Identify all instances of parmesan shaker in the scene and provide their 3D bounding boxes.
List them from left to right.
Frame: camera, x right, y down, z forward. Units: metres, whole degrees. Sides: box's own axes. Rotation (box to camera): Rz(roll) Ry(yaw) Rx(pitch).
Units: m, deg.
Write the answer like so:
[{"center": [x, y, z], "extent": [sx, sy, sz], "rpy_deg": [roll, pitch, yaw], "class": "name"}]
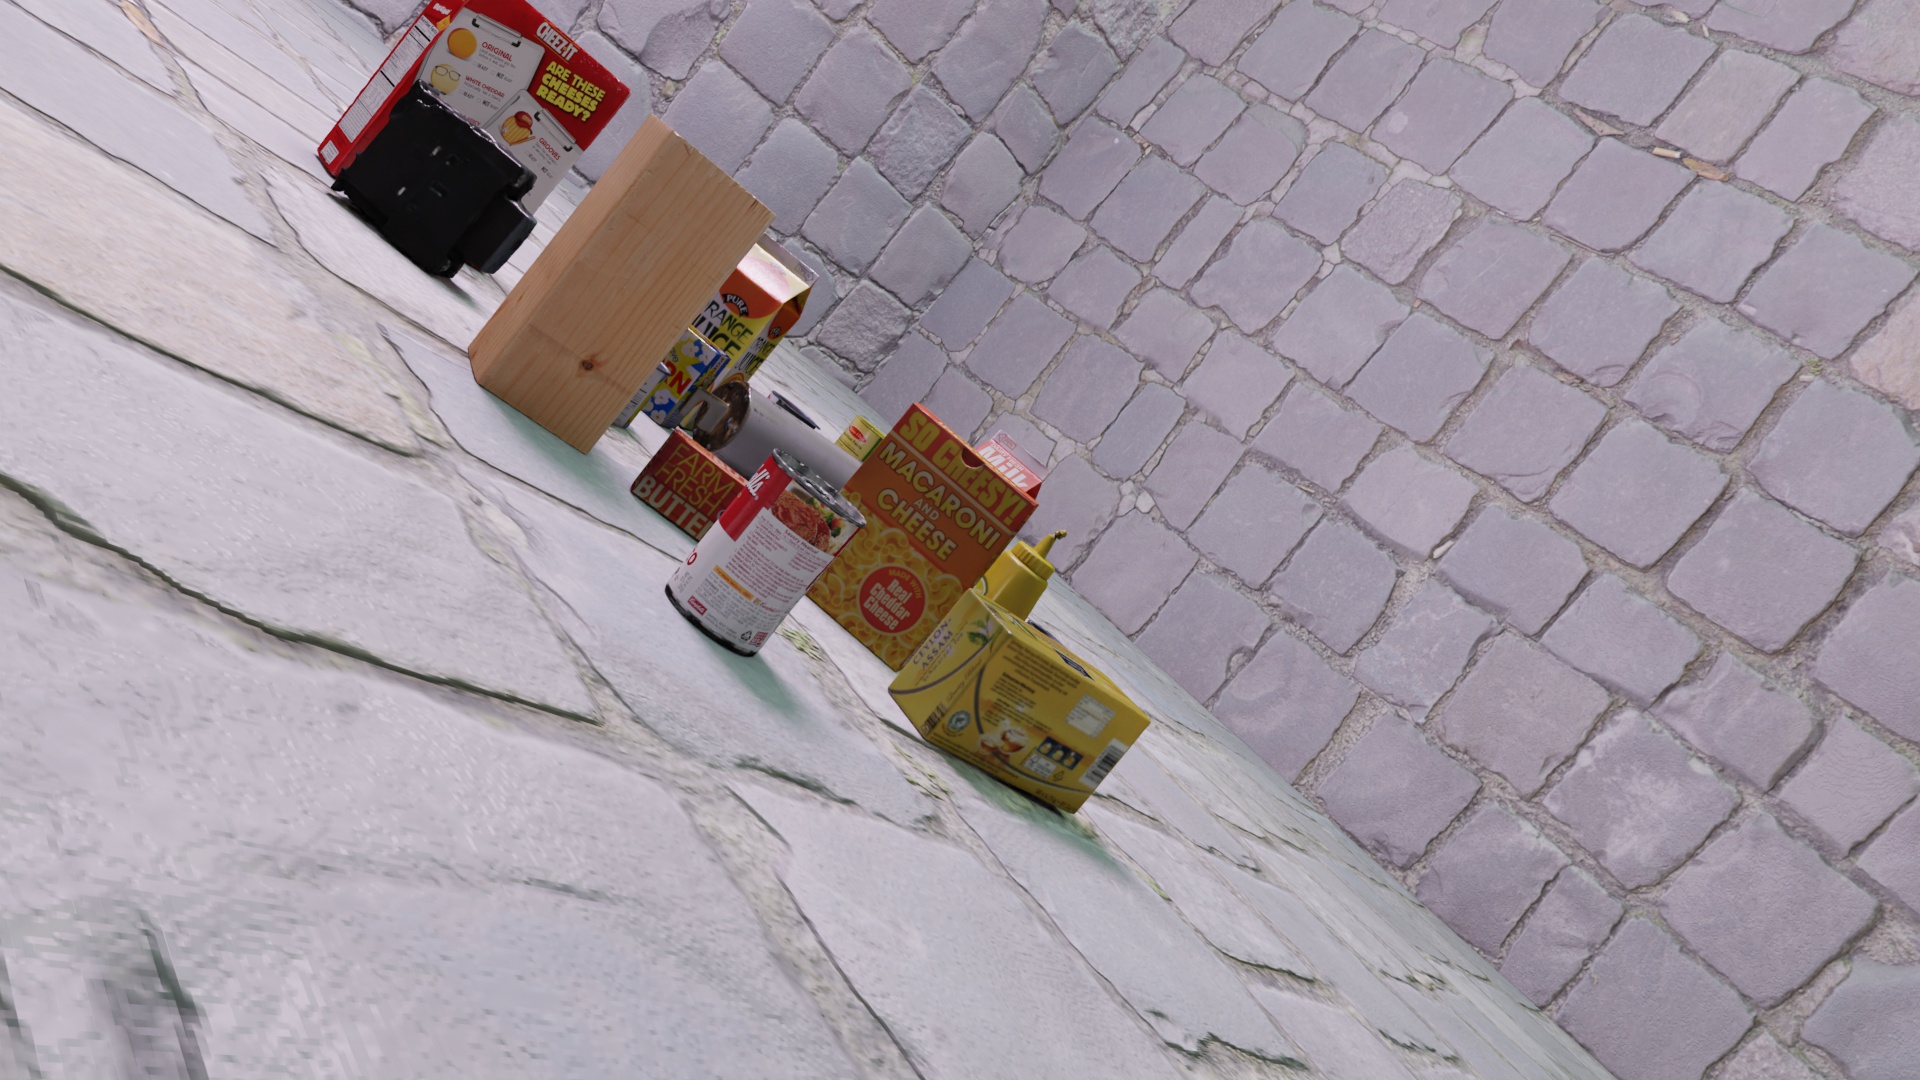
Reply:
[{"center": [-0.121, -0.079, 1.522], "extent": [0.071, 0.103, 0.071], "rpy_deg": [40, 4, -3], "class": "parmesan shaker"}]

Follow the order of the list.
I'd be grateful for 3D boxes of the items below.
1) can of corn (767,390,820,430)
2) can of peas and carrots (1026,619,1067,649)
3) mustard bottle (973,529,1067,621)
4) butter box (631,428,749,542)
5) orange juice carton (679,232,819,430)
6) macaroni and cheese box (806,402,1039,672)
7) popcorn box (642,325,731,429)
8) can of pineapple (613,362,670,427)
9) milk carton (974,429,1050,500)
[{"center": [-0.206, -0.129, 1.600], "extent": [0.071, 0.058, 0.071], "rpy_deg": [39, 4, -3], "class": "can of corn"}, {"center": [0.077, 0.124, 1.430], "extent": [0.071, 0.058, 0.071], "rpy_deg": [39, 4, -3], "class": "can of peas and carrots"}, {"center": [0.033, 0.049, 1.171], "extent": [0.049, 0.160, 0.065], "rpy_deg": [38, 4, -21], "class": "mustard bottle"}, {"center": [-0.169, -0.025, 0.953], "extent": [0.103, 0.053, 0.024], "rpy_deg": [38, 4, -15], "class": "butter box"}, {"center": [-0.222, -0.200, 1.330], "extent": [0.072, 0.192, 0.073], "rpy_deg": [40, 4, 6], "class": "orange juice carton"}, {"center": [-0.039, -0.003, 1.060], "extent": [0.124, 0.166, 0.040], "rpy_deg": [40, 4, 6], "class": "macaroni and cheese box"}, {"center": [-0.284, -0.173, 1.251], "extent": [0.127, 0.085, 0.038], "rpy_deg": [40, 4, 7], "class": "popcorn box"}, {"center": [-0.275, -0.132, 1.105], "extent": [0.071, 0.058, 0.071], "rpy_deg": [39, 4, -3], "class": "can of pineapple"}, {"center": [0.005, -0.017, 1.393], "extent": [0.072, 0.190, 0.073], "rpy_deg": [41, 4, 16], "class": "milk carton"}]
